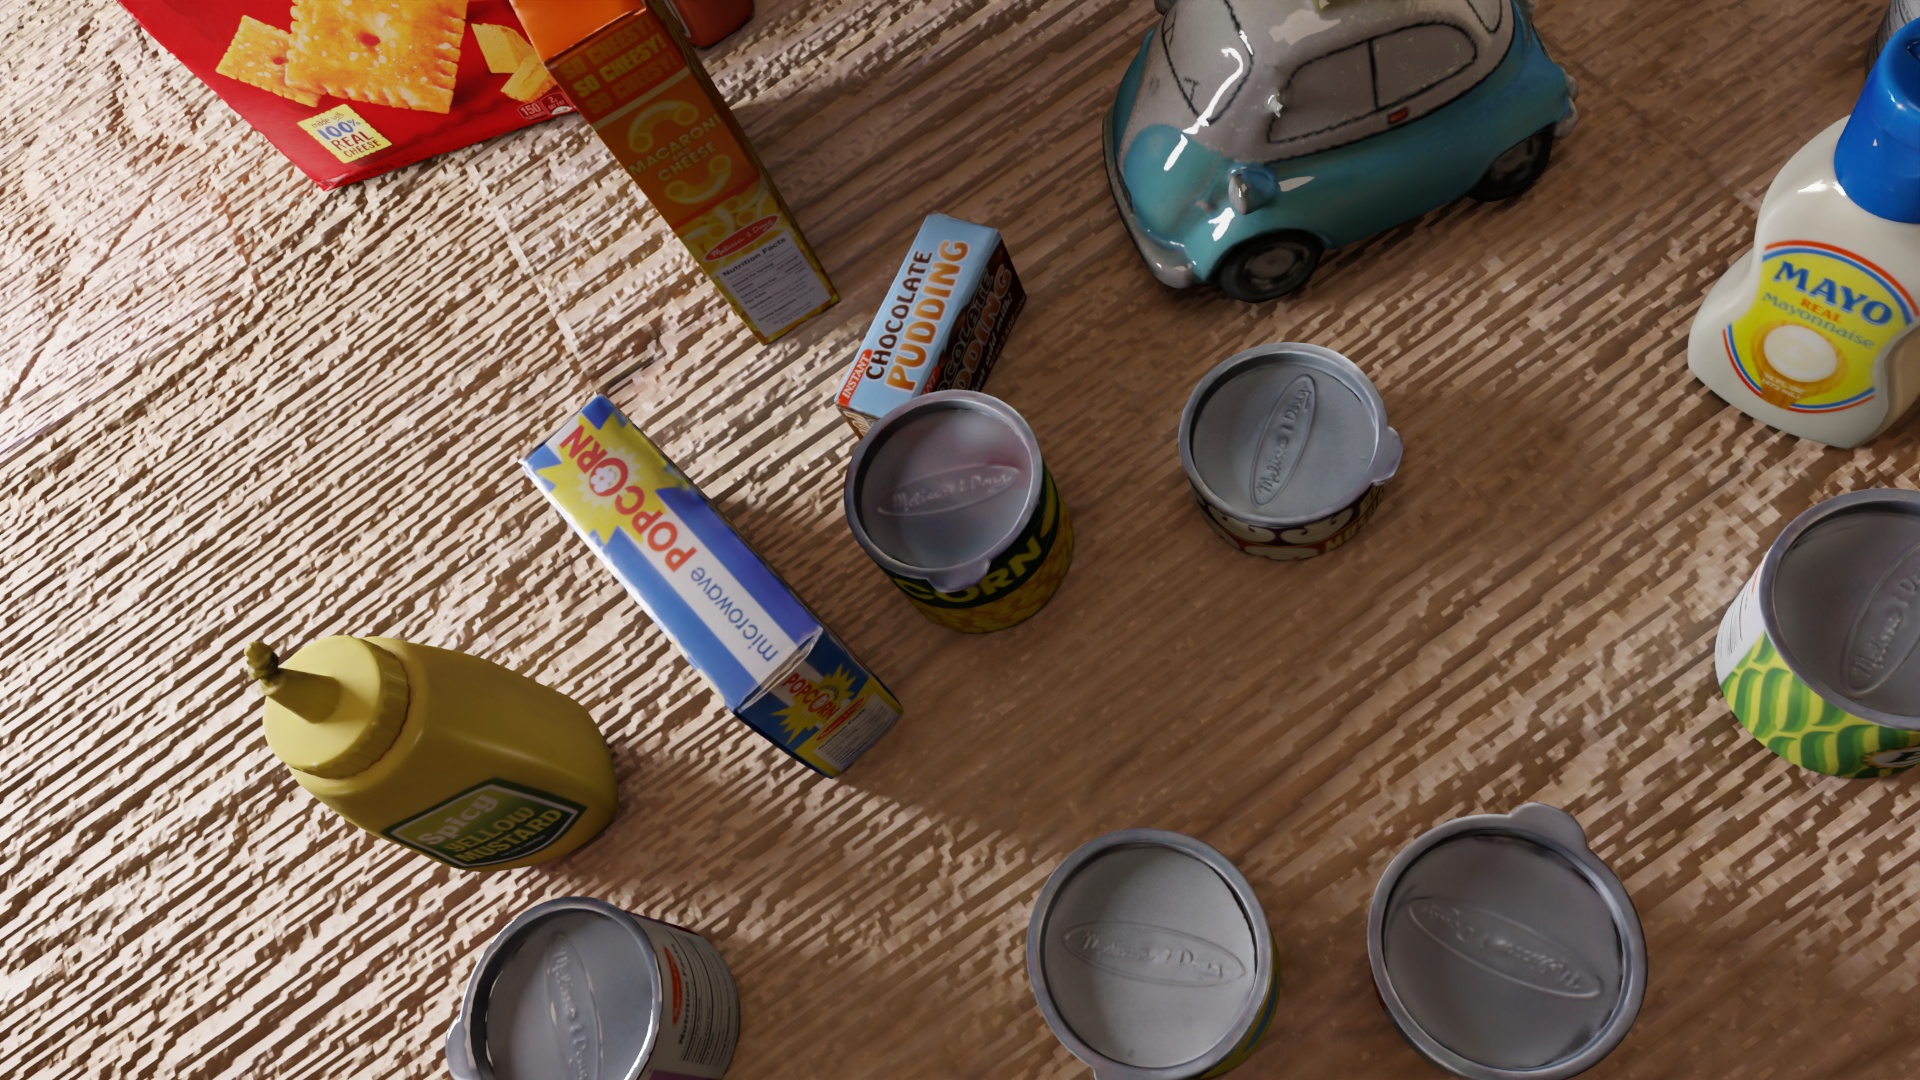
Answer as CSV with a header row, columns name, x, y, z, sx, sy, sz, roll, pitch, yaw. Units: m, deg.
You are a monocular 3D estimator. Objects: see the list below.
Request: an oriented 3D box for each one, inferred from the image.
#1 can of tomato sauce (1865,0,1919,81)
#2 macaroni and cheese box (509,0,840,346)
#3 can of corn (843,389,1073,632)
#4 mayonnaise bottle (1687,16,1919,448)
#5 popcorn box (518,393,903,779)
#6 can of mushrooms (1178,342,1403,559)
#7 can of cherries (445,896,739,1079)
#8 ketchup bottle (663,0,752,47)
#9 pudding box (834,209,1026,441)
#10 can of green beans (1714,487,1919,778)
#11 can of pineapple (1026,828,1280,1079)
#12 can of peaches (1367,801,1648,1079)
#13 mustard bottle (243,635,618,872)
name,x,y,z,sx,sy,sz,roll,pitch,yaw
can of tomato sauce,0.332,-0.173,0.430,0.071,0.083,0.071,-6,66,14
macaroni and cheese box,-0.111,-0.164,0.506,0.040,0.166,0.124,-31,63,2
can of corn,0.002,-0.006,0.466,0.071,0.058,0.071,-6,66,14
mayonnaise bottle,0.246,-0.079,0.377,0.065,0.147,0.041,36,81,26
popcorn box,-0.082,0.017,0.465,0.038,0.085,0.127,-44,63,-5
can of mushrooms,0.109,-0.028,0.459,0.071,0.033,0.071,-6,66,14
can of cherries,-0.113,0.149,0.432,0.071,0.058,0.072,-6,66,14
ketchup bottle,-0.137,-0.275,0.571,0.043,0.148,0.065,-38,63,-2
pudding box,-0.010,-0.070,0.502,0.030,0.049,0.084,19,74,22
can of green beans,0.249,0.027,0.381,0.071,0.057,0.071,-6,66,14
can of pineapple,0.056,0.122,0.396,0.071,0.057,0.071,-6,66,14
can of peaches,0.145,0.110,0.375,0.071,0.058,0.071,-6,66,14
mustard bottle,-0.165,0.063,0.427,0.065,0.159,0.049,-27,63,4
